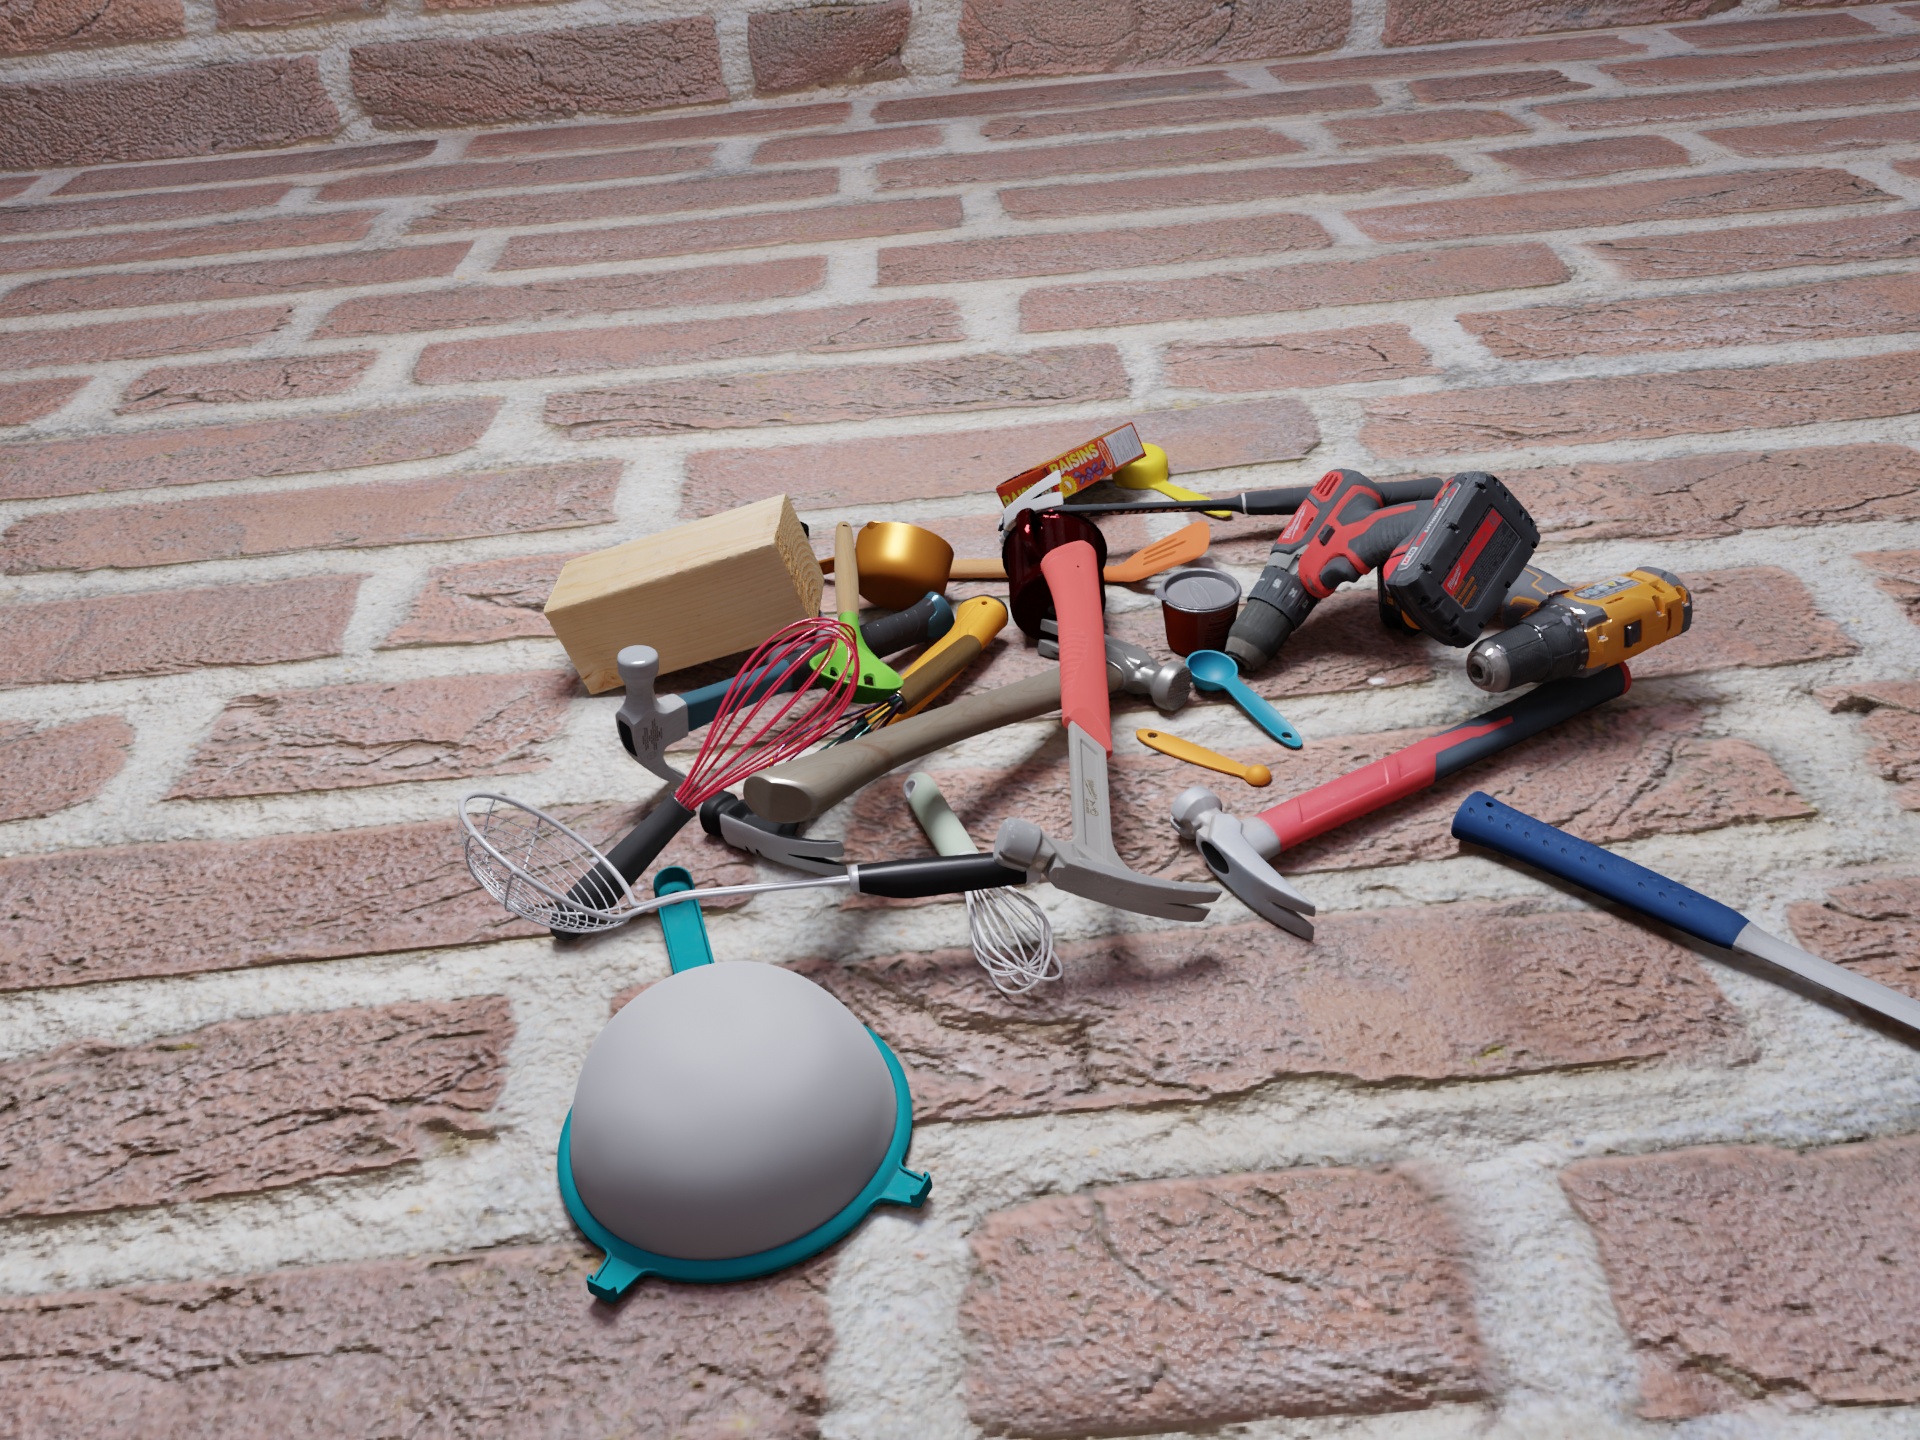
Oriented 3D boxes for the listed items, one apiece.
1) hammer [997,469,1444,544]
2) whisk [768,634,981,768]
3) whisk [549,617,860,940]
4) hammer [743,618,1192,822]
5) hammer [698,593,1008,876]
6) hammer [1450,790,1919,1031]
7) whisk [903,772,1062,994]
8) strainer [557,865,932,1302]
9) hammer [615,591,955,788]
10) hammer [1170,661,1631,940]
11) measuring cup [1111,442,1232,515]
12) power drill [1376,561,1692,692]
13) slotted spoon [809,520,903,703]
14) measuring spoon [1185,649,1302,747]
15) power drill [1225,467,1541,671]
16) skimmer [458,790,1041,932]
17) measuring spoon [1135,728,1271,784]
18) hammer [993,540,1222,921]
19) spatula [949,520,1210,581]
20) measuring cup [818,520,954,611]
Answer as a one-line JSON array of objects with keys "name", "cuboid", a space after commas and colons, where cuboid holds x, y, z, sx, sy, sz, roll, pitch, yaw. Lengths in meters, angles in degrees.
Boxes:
[{"name": "hammer", "cuboid": [0.244, -0.200, 1.454, 0.409, 0.036, 0.149, -4, -8, -8]}, {"name": "whisk", "cuboid": [-0.060, 0.000, 1.193, 0.047, 0.051, 0.245, 35, 47, 18]}, {"name": "whisk", "cuboid": [-0.176, 0.043, 1.091, 0.296, 0.073, 0.073, -46, 42, 2]}, {"name": "hammer", "cuboid": [-0.002, -0.004, 1.165, 0.146, 0.038, 0.410, 23, 28, 35]}, {"name": "hammer", "cuboid": [-0.053, -0.002, 1.249, 0.127, 0.034, 0.337, 16, 43, 29]}, {"name": "hammer", "cuboid": [0.501, 0.137, 0.992, 0.144, 0.035, 0.406, -33, 44, -33]}, {"name": "whisk", "cuboid": [0.008, 0.105, 1.100, 0.059, 0.057, 0.247, 18, 21, -30]}, {"name": "strainer", "cuboid": [-0.156, 0.174, 0.972, 0.211, 0.095, 0.341, -14, 38, -12]}, {"name": "hammer", "cuboid": [-0.130, -0.042, 1.273, 0.331, 0.128, 0.033, -24, 41, -39]}, {"name": "hammer", "cuboid": [0.349, 0.037, 1.150, 0.386, 0.038, 0.143, -21, 40, -21]}, {"name": "measuring cup", "cuboid": [0.209, -0.236, 1.558, 0.062, 0.029, 0.157, -26, 39, -27]}, {"name": "power drill", "cuboid": [0.422, -0.089, 1.250, 0.185, 0.084, 0.226, -20, 27, -20]}, {"name": "slotted spoon", "cuboid": [-0.087, -0.091, 1.262, 0.070, 0.031, 0.314, 10, 29, -12]}, {"name": "measuring spoon", "cuboid": [0.224, -0.011, 1.259, 0.042, 0.021, 0.129, -19, 46, -26]}, {"name": "power drill", "cuboid": [0.313, -0.112, 1.238, 0.188, 0.080, 0.227, -54, 24, -9]}, {"name": "skimmer", "cuboid": [-0.130, 0.079, 1.015, 0.363, 0.090, 0.127, -4, 12, -6]}, {"name": "measuring spoon", "cuboid": [0.184, 0.024, 1.212, 0.117, 0.011, 0.021, 21, 43, 32]}, {"name": "hammer", "cuboid": [0.098, -0.010, 1.140, 0.149, 0.036, 0.359, 16, 39, -12]}, {"name": "spatula", "cuboid": [0.063, -0.147, 1.443, 0.322, 0.041, 0.081, 0, 28, 10]}, {"name": "measuring cup", "cuboid": [-0.085, -0.126, 1.421, 0.174, 0.095, 0.052, -8, 62, 39]}]
